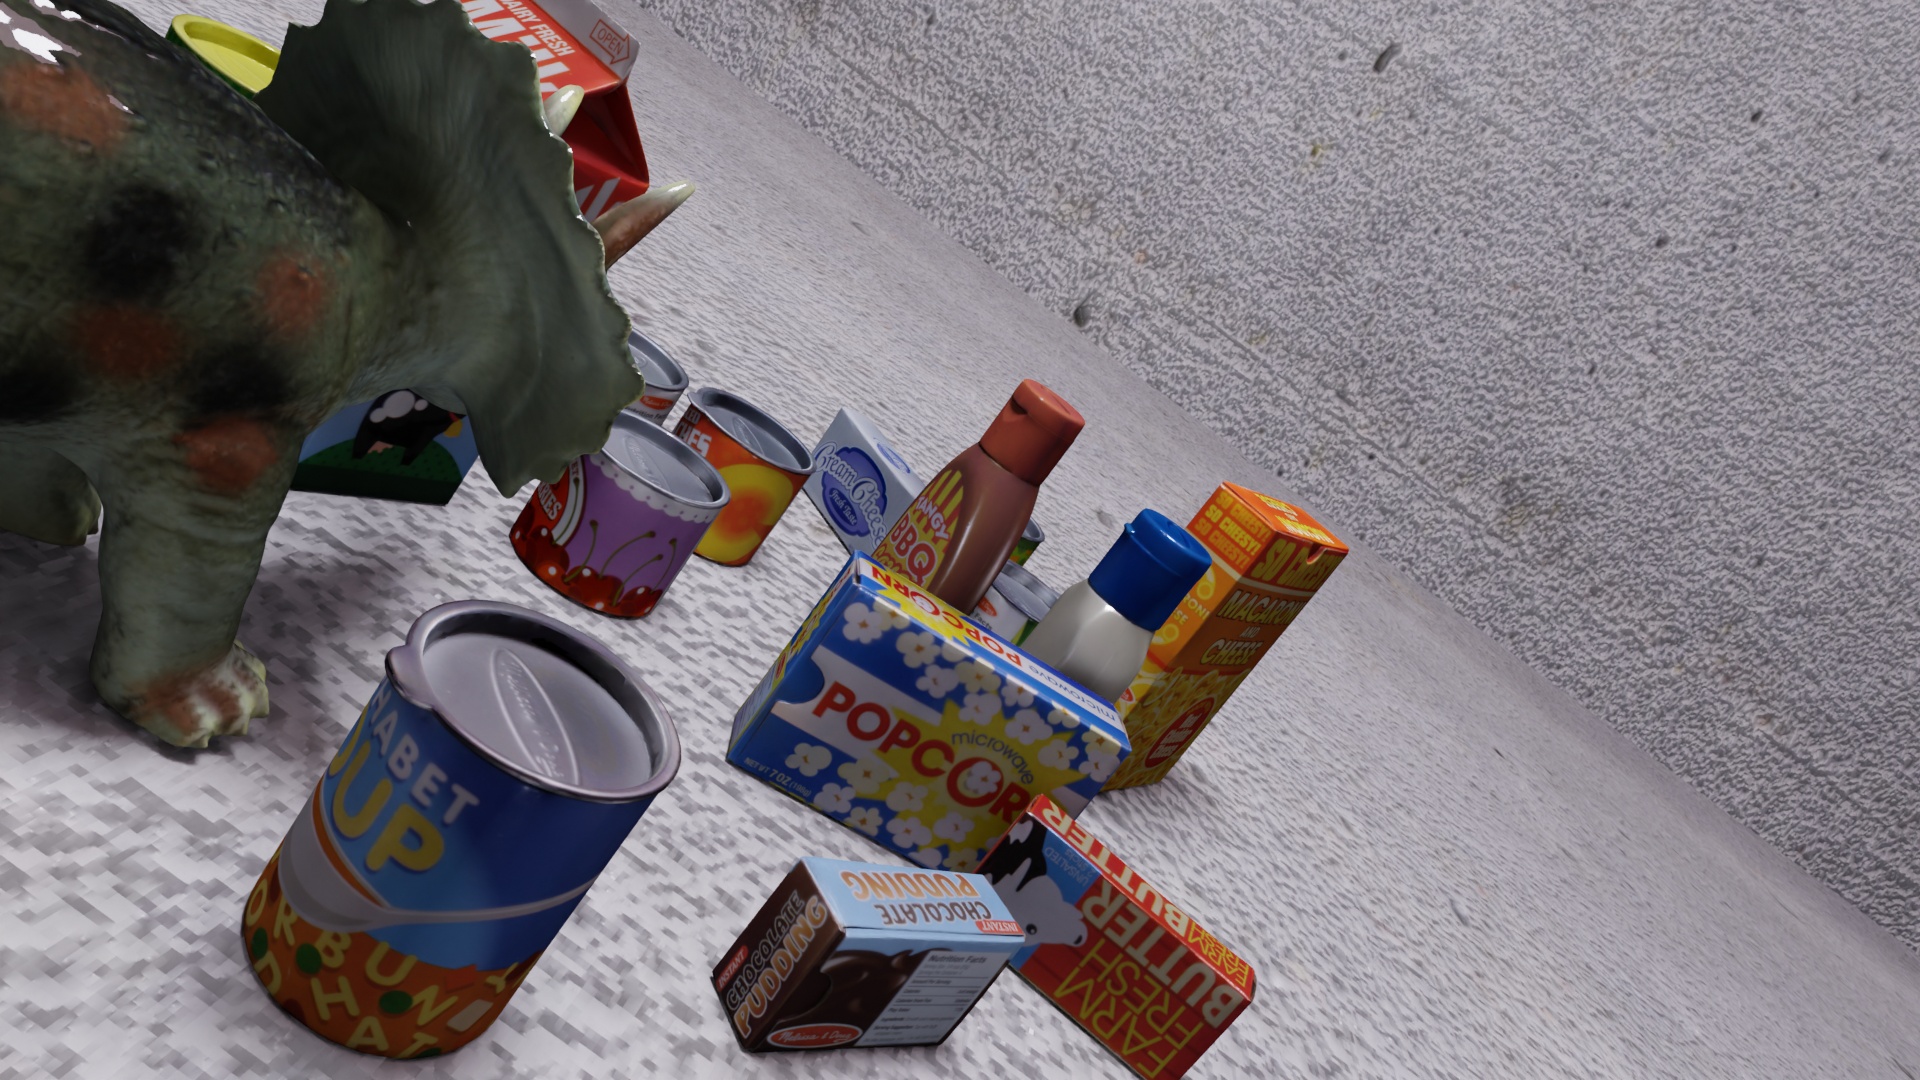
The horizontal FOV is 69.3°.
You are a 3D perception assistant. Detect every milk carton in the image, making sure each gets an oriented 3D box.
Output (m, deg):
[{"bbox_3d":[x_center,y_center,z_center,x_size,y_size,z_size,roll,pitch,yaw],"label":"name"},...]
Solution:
[{"bbox_3d":[-0.180,-0.109,0.489,0.072,0.190,0.073,44,17,24],"label":"milk carton"}]

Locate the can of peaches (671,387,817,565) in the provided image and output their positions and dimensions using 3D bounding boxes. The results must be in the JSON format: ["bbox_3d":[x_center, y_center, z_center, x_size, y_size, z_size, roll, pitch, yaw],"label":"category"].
[{"bbox_3d":[-0.113,-0.031,0.654,0.071,0.058,0.071,34,16,-11],"label":"can of peaches"}]

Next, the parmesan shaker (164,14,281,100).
[{"bbox_3d":[-0.271,-0.126,0.506,0.071,0.103,0.071,34,15,-11],"label":"parmesan shaker"}]

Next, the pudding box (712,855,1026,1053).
[{"bbox_3d":[-0.025,0.123,0.413,0.083,0.049,0.030,20,23,-47],"label":"pudding box"}]

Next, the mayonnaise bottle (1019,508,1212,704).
[{"bbox_3d":[0.046,0.055,0.581,0.041,0.147,0.065,33,15,-14],"label":"mayonnaise bottle"}]

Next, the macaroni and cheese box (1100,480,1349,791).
[{"bbox_3d":[0.115,0.053,0.698,0.040,0.166,0.124,44,17,26],"label":"macaroni and cheese box"}]

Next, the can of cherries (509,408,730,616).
[{"bbox_3d":[-0.137,-0.013,0.550,0.071,0.058,0.072,34,16,-11],"label":"can of cherries"}]

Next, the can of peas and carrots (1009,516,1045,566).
[{"bbox_3d":[0.005,0.001,0.814,0.071,0.058,0.071,34,16,-11],"label":"can of peas and carrots"}]

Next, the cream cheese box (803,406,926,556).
[{"bbox_3d":[-0.052,-0.026,0.779,0.024,0.053,0.104,21,22,-45],"label":"cream cheese box"}]

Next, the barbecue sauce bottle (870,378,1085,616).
[{"bbox_3d":[0.002,-0.008,0.668,0.043,0.148,0.065,25,19,-38],"label":"barbecue sauce bottle"}]

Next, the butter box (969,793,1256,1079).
[{"bbox_3d":[0.051,0.146,0.505,0.103,0.053,0.024,39,15,7],"label":"butter box"}]

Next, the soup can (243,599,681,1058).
[{"bbox_3d":[-0.117,0.065,0.320,0.071,0.083,0.071,34,15,-11],"label":"soup can"}]

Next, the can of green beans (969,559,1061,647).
[{"bbox_3d":[0.019,0.048,0.709,0.071,0.057,0.071,34,16,-11],"label":"can of green beans"}]

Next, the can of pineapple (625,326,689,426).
[{"bbox_3d":[-0.169,-0.068,0.640,0.071,0.057,0.071,34,16,-11],"label":"can of pineapple"}]

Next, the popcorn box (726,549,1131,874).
[{"bbox_3d":[-0.011,0.072,0.524,0.126,0.085,0.038,32,16,-16],"label":"popcorn box"}]
